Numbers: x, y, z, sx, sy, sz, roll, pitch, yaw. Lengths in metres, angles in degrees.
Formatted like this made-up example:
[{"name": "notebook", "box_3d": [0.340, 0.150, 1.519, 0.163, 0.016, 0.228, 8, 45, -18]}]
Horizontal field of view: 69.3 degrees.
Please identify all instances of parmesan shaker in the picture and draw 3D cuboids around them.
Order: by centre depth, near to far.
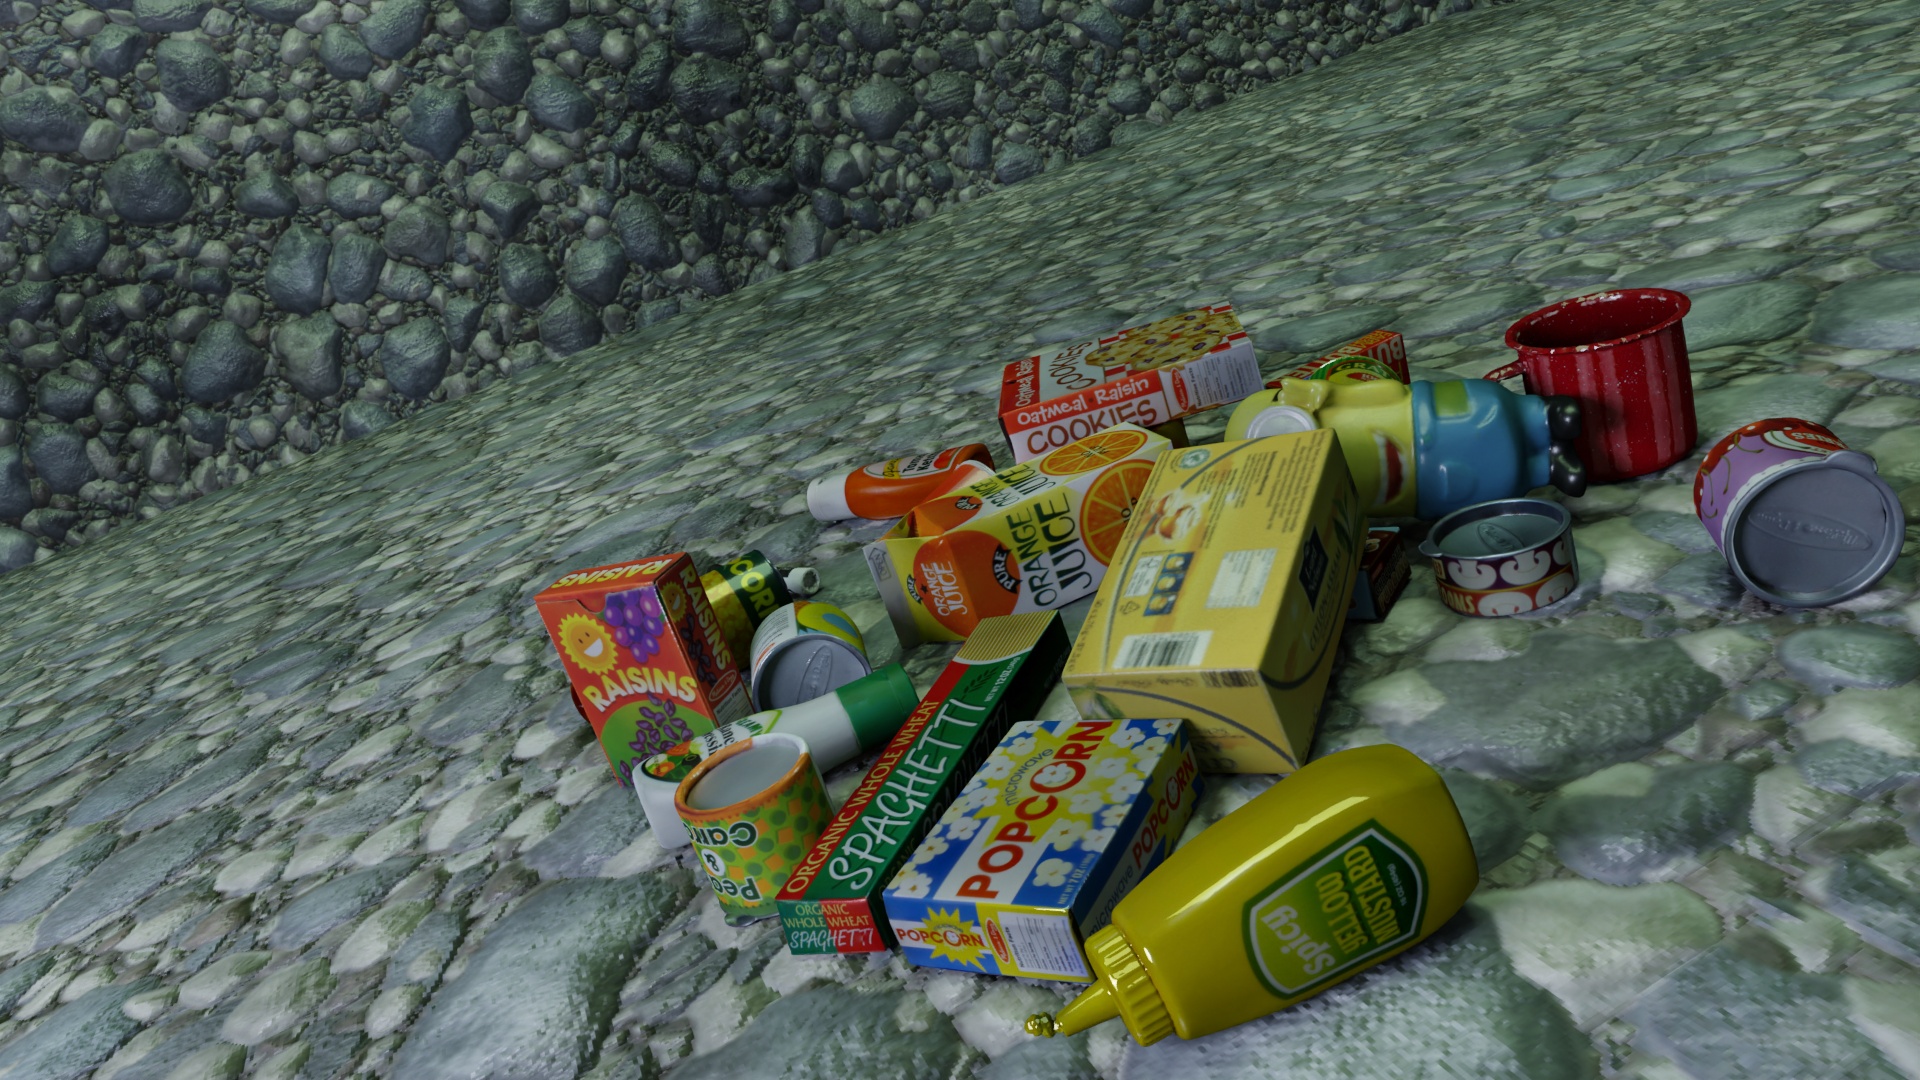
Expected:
[{"name": "parmesan shaker", "box_3d": [0.238, -0.063, 0.842, 0.071, 0.071, 0.103, -11, 22, 23]}]

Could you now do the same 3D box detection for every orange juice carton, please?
[{"name": "orange juice carton", "box_3d": [0.040, -0.001, 0.846, 0.193, 0.071, 0.073, -23, 19, -11]}]

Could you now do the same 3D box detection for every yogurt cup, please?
[{"name": "yogurt cup", "box_3d": [0.003, -0.012, 0.923, 0.054, 0.072, 0.072, -36, 24, -21]}]

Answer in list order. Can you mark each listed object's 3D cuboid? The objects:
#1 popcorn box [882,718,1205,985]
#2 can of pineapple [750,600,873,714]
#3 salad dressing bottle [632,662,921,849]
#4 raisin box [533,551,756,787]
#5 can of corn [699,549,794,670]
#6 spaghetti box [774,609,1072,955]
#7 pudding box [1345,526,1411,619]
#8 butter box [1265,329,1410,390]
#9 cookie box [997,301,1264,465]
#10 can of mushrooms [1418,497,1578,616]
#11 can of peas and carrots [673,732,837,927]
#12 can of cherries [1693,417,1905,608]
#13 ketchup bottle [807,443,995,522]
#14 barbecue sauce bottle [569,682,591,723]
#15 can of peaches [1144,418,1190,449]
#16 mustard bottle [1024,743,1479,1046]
[{"name": "popcorn box", "box_3d": [0.037, 0.122, 0.567, 0.085, 0.038, 0.127, -6, 23, 33]}, {"name": "can of pineapple", "box_3d": [-0.082, 0.074, 0.772, 0.071, 0.070, 0.058, -20, 19, -3]}, {"name": "salad dressing bottle", "box_3d": [-0.092, 0.108, 0.717, 0.148, 0.044, 0.064, -23, 19, -11]}, {"name": "raisin box", "box_3d": [-0.170, 0.073, 0.765, 0.086, 0.123, 0.040, -8, 21, 27]}, {"name": "can of corn", "box_3d": [-0.142, 0.047, 0.891, 0.058, 0.071, 0.071, -28, 21, -20]}, {"name": "spaghetti box", "box_3d": [-0.008, 0.105, 0.669, 0.050, 0.028, 0.251, -10, 21, 28]}, {"name": "pudding box", "box_3d": [0.185, 0.017, 0.724, 0.083, 0.030, 0.050, -2, 25, 39]}, {"name": "butter box", "box_3d": [0.256, -0.099, 0.936, 0.104, 0.053, 0.024, -26, 22, -19]}, {"name": "cookie box", "box_3d": [0.111, -0.110, 0.940, 0.167, 0.040, 0.123, -15, 20, 9]}, {"name": "can of mushrooms", "box_3d": [0.261, 0.008, 0.674, 0.071, 0.033, 0.071, -17, 20, 6]}, {"name": "can of peas and carrots", "box_3d": [-0.092, 0.131, 0.635, 0.071, 0.058, 0.071, -17, 19, 6]}, {"name": "can of cherries", "box_3d": [0.356, -0.015, 0.591, 0.071, 0.071, 0.059, -12, 19, 19]}, {"name": "ketchup bottle", "box_3d": [-0.049, -0.040, 1.078, 0.148, 0.043, 0.065, -8, 22, 30]}, {"name": "barbecue sauce bottle", "box_3d": [-0.206, 0.069, 0.931, 0.065, 0.043, 0.149, -15, 19, 12]}, {"name": "can of peaches", "box_3d": [0.124, -0.055, 0.933, 0.071, 0.058, 0.071, -17, 19, 6]}, {"name": "mustard bottle", "box_3d": [0.094, 0.129, 0.466, 0.160, 0.065, 0.049, -28, 15, -8]}]
